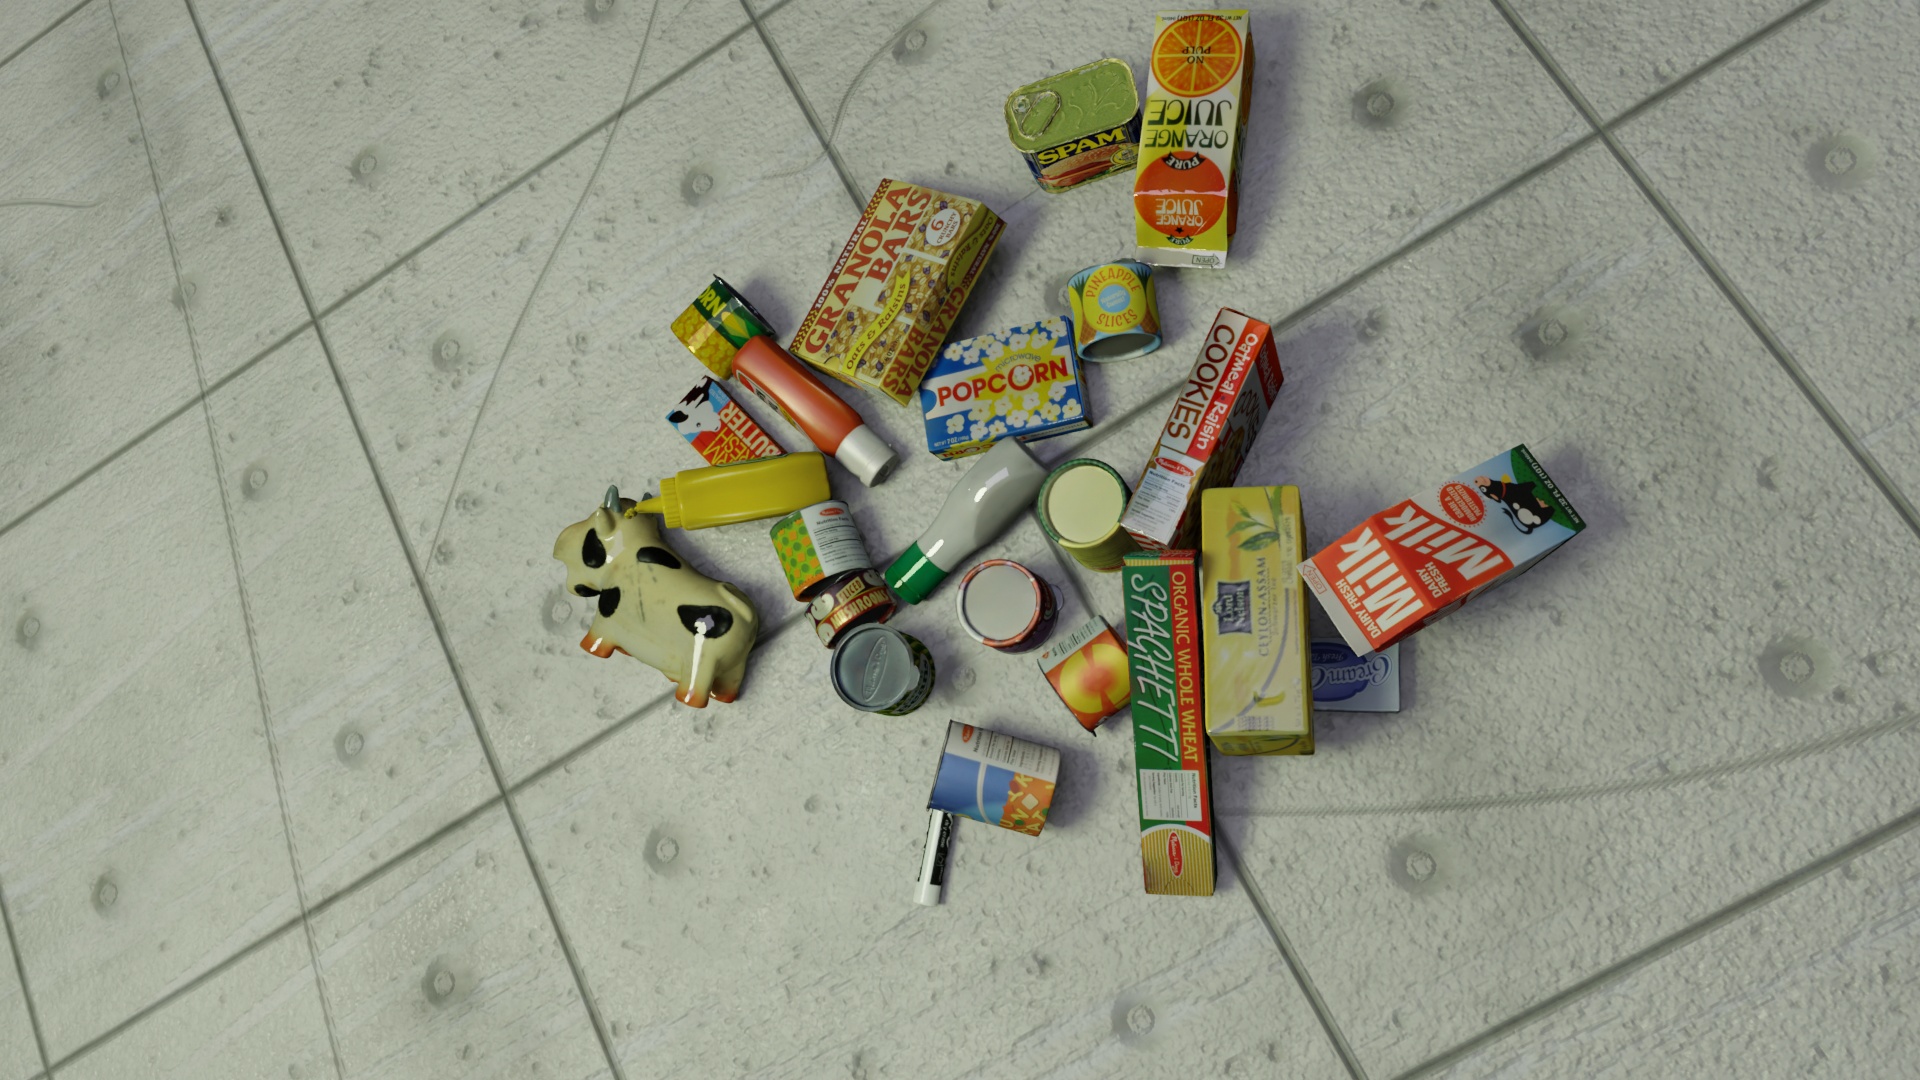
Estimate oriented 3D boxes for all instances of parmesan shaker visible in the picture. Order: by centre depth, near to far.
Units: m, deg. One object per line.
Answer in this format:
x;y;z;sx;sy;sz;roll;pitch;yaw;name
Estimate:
0.101;-0.018;1.010;0.071;0.103;0.071;-3;78;15;parmesan shaker

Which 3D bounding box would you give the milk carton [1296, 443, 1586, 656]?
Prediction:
0.308;0.011;0.912;0.191;0.073;0.072;-23;71;-26;milk carton

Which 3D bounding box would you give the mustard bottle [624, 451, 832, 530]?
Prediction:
-0.182;-0.036;1.085;0.160;0.065;0.049;-10;92;-10;mustard bottle

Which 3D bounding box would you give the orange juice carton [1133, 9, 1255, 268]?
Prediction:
0.178;-0.300;1.063;0.072;0.073;0.193;6;81;17;orange juice carton

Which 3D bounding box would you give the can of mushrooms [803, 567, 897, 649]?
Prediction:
-0.083;0.052;1.065;0.071;0.071;0.033;-36;74;7;can of mushrooms

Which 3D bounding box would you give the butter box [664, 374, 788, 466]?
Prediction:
-0.192;-0.084;1.149;0.053;0.024;0.104;-47;70;3;butter box

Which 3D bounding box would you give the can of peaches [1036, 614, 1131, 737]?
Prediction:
0.099;0.098;1.007;0.058;0.071;0.071;-38;72;5;can of peaches

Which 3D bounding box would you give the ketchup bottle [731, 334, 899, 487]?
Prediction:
-0.115;-0.102;1.113;0.149;0.064;0.043;40;86;11;ketchup bottle

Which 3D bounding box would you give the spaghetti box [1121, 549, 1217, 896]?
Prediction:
0.144;0.126;0.949;0.050;0.029;0.249;-2;106;15;spaghetti box

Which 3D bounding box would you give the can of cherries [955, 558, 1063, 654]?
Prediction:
0.037;0.048;1.038;0.071;0.058;0.071;-3;78;16;can of cherries

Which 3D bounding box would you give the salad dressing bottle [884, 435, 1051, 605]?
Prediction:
0.004;-0.013;1.061;0.147;0.064;0.044;-46;60;11;salad dressing bottle

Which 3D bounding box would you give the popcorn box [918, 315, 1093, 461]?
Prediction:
0.034;-0.118;1.084;0.126;0.038;0.085;-12;76;13;popcorn box

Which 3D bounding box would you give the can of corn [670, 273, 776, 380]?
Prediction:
-0.198;-0.176;1.145;0.058;0.071;0.071;-45;71;4;can of corn

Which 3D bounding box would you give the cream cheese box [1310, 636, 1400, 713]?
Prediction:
0.258;0.095;0.983;0.104;0.024;0.053;-1;80;16;cream cheese box

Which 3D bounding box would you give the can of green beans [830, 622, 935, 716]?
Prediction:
-0.058;0.099;1.054;0.071;0.058;0.071;-3;78;15;can of green beans

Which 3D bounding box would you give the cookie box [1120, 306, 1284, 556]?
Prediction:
0.174;-0.068;0.988;0.040;0.123;0.167;25;86;20;cookie box

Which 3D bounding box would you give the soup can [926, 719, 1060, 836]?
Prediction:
0.023;0.174;1.003;0.084;0.071;0.071;15;83;1;soup can

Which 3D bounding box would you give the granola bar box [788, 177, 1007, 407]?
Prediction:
-0.053;-0.200;1.102;0.124;0.039;0.165;26;86;43;granola bar box

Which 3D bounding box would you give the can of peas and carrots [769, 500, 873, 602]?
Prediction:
-0.109;0.010;1.085;0.071;0.071;0.059;-26;74;10;can of peas and carrots

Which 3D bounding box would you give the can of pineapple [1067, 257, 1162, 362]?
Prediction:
0.117;-0.174;1.055;0.071;0.071;0.058;-10;77;14;can of pineapple
